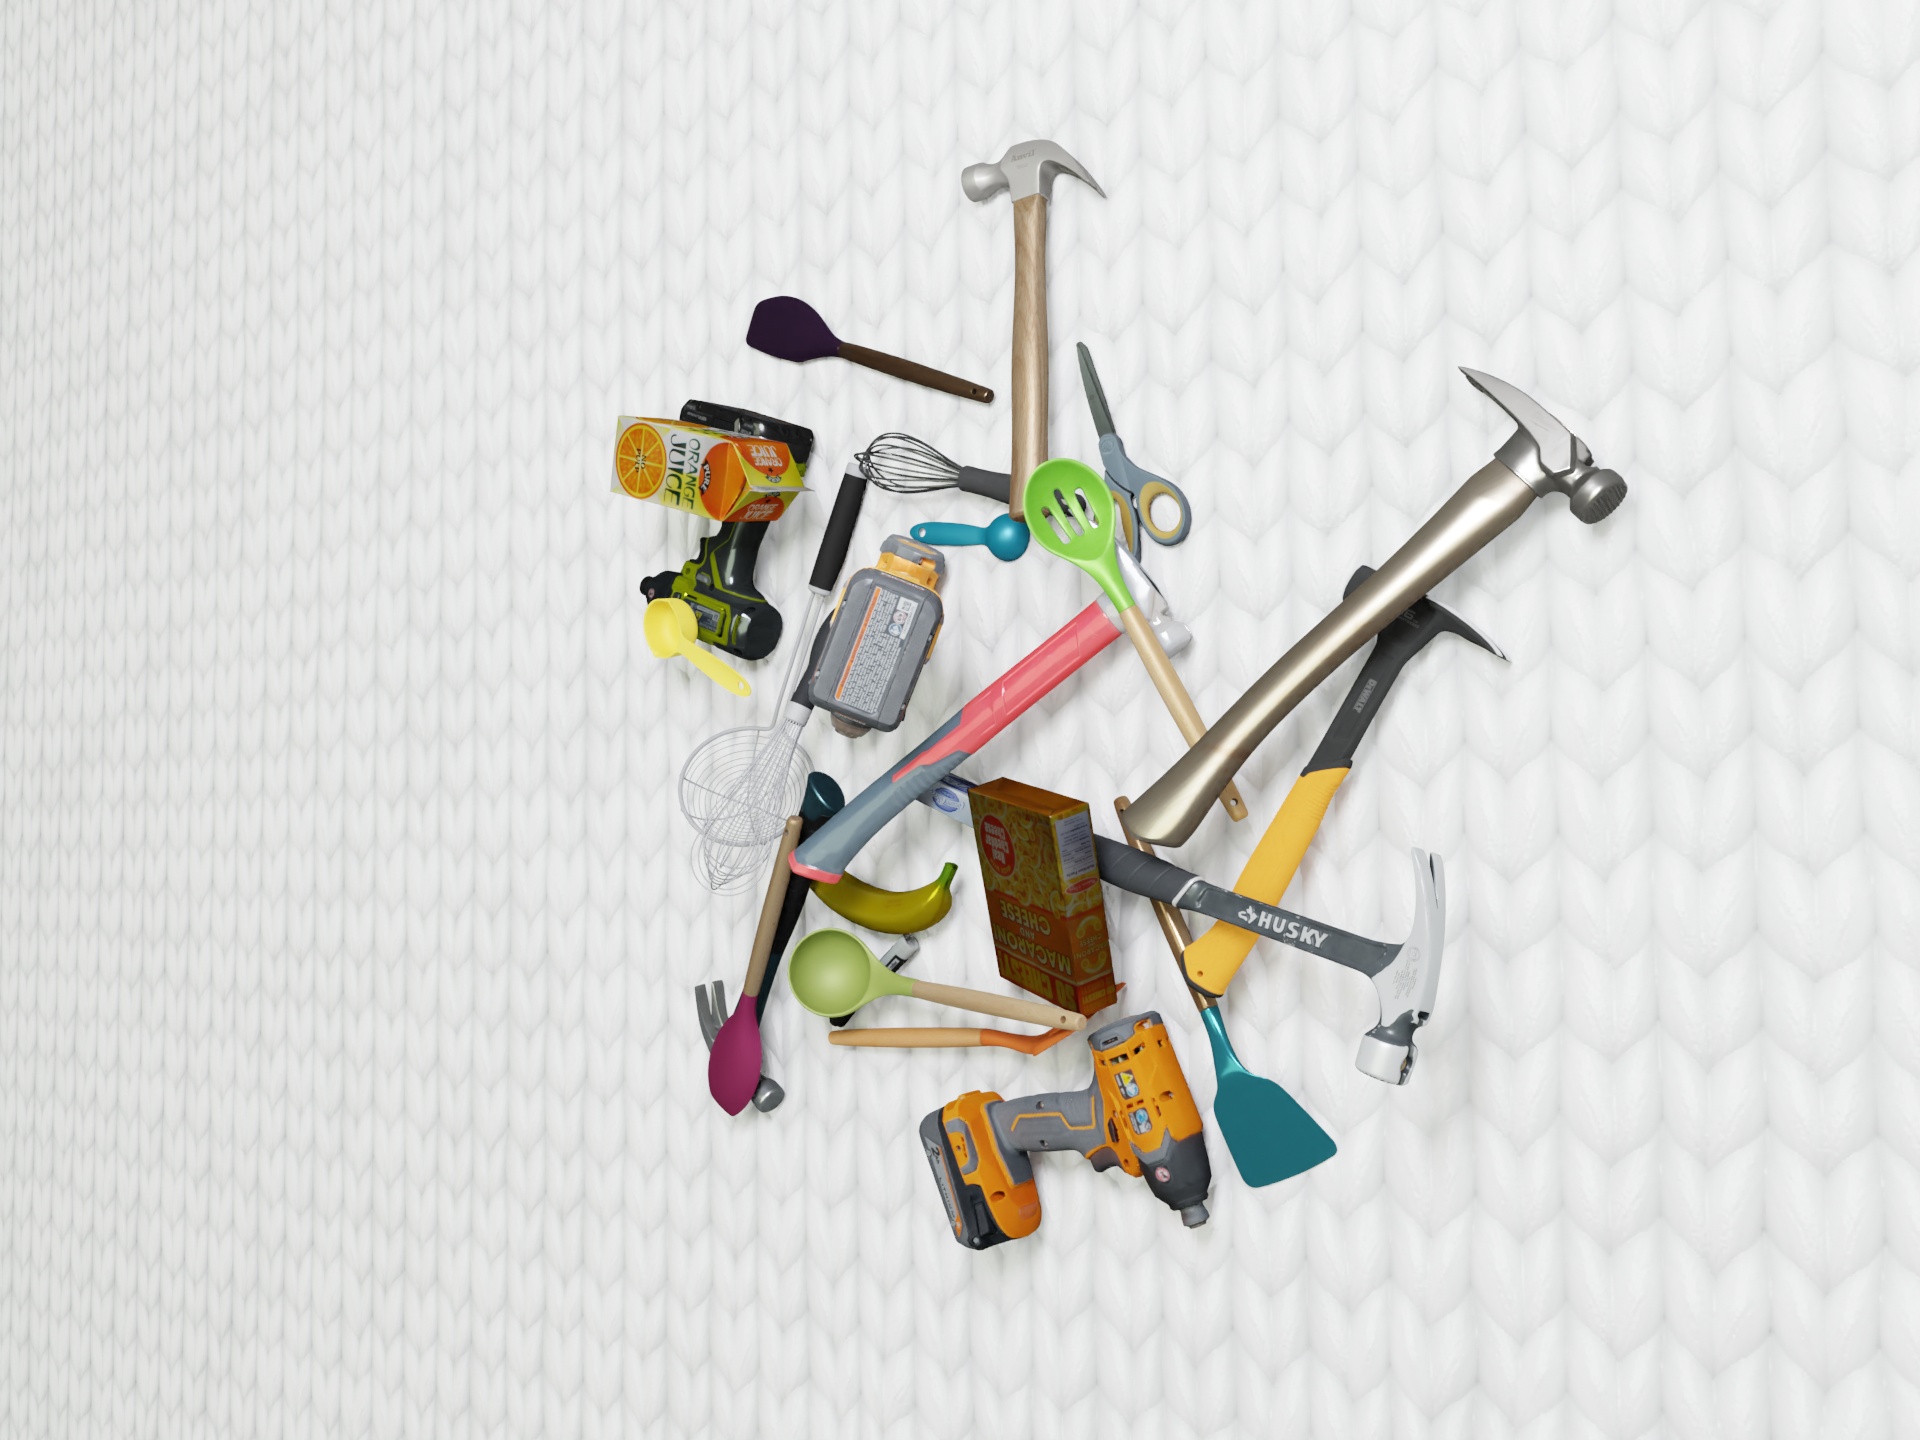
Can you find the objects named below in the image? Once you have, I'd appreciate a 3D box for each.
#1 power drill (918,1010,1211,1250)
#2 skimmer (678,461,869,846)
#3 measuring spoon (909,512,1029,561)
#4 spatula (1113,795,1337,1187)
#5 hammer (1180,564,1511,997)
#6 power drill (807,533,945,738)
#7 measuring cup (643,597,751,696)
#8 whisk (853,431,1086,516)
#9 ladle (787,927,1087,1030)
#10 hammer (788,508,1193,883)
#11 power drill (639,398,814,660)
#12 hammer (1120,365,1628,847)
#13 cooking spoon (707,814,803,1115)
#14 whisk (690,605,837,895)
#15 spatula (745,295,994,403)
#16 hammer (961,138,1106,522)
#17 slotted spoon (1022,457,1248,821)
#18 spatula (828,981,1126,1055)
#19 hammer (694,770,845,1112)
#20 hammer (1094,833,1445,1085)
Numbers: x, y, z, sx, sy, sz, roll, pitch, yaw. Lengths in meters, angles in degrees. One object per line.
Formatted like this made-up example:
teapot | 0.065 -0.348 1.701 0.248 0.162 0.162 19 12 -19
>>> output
power drill | 0.090 0.345 1.265 0.226 0.084 0.164 -30 72 28
skimmer | -0.157 -0.062 1.459 0.127 0.090 0.363 21 99 12
measuring spoon | 0.002 -0.163 1.388 0.129 0.021 0.042 8 92 35
spatula | 0.187 0.201 1.235 0.082 0.044 0.318 -35 64 30
hammer | 0.262 0.060 1.161 0.127 0.034 0.337 35 103 33
power drill | -0.072 -0.054 1.332 0.084 0.226 0.185 21 103 -4
measuring cup | -0.239 -0.064 1.486 0.157 0.029 0.062 35 120 30
whisk | 0.006 -0.207 1.377 0.239 0.055 0.055 19 99 31
ladle | -0.026 0.225 1.316 0.320 0.062 0.078 2 80 46
hammer | -0.002 -0.004 1.310 0.386 0.038 0.143 -39 77 15
power drill | -0.231 -0.187 1.531 0.171 0.080 0.223 23 104 34
hammer | 0.263 -0.065 1.132 0.410 0.038 0.146 -45 57 16
cooking spoon | -0.186 0.225 1.444 0.069 0.017 0.318 34 118 36
whisk | -0.158 0.024 1.416 0.070 0.070 0.285 18 79 36
spatula | -0.090 -0.339 1.468 0.316 0.018 0.059 27 103 35
hammer | 0.060 -0.328 1.330 0.130 0.031 0.331 -7 78 35
slotted spoon | 0.139 -0.062 1.225 0.070 0.031 0.314 -28 81 -1
spatula | 0.000 0.261 1.354 0.322 0.081 0.041 -10 104 40
hammer | -0.168 0.196 1.460 0.128 0.033 0.331 38 120 34
hammer | 0.182 0.126 1.165 0.409 0.036 0.149 17 89 53
